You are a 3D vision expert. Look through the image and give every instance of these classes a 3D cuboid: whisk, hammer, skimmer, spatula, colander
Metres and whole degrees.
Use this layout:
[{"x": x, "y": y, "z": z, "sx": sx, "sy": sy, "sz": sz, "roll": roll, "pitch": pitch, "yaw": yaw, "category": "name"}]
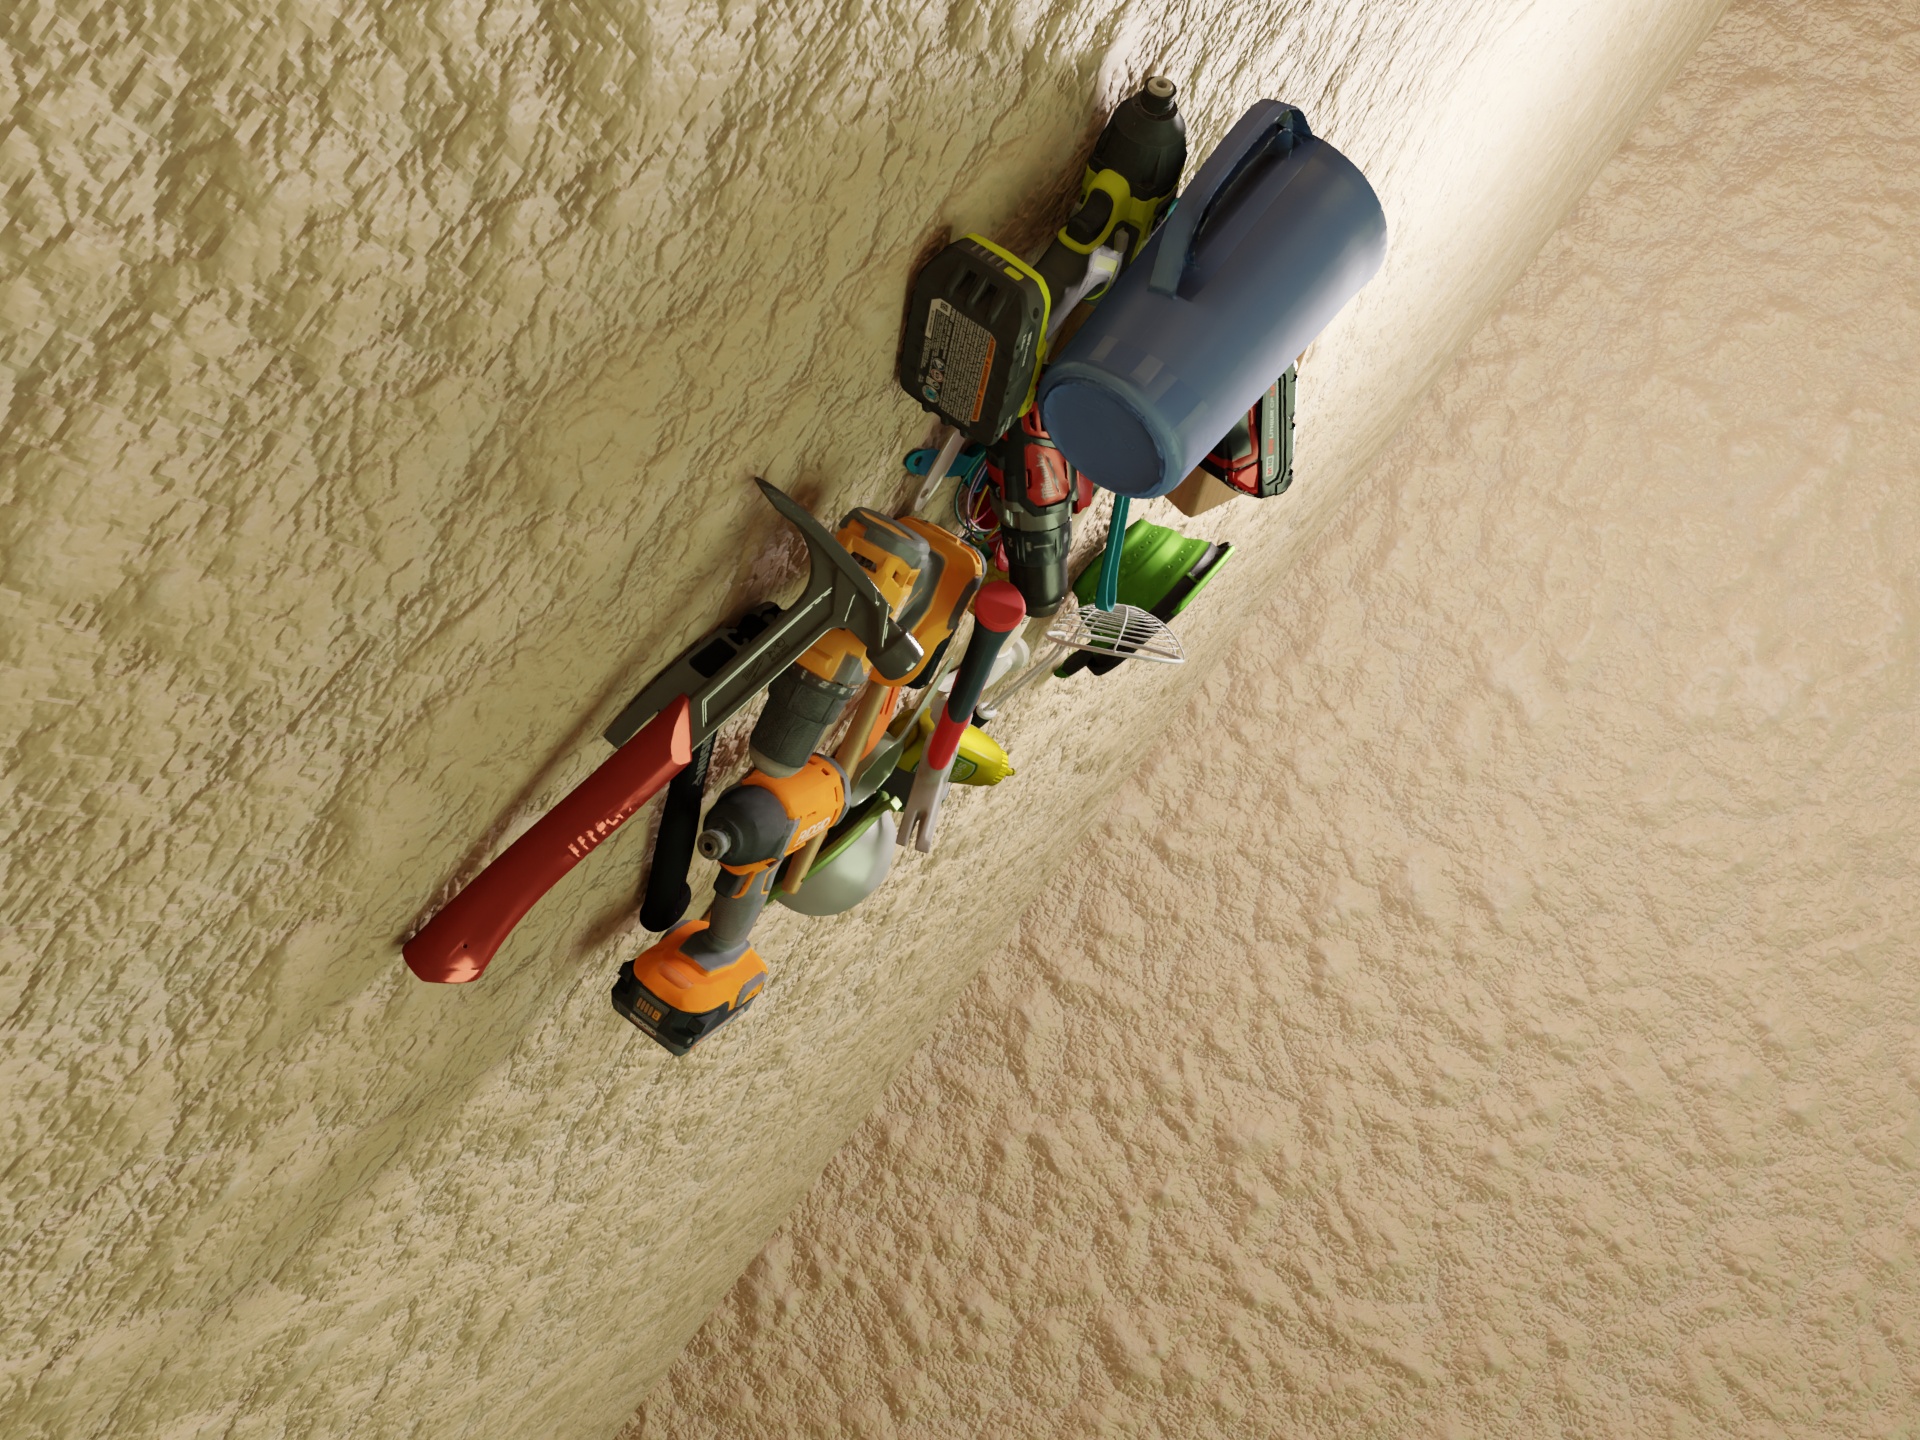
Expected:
[{"x": 0.061, "y": -0.242, "z": 1.176, "sx": 0.245, "sy": 0.051, "sz": 0.047, "roll": -64, "pitch": 177, "yaw": 7, "category": "whisk"}, {"x": -0.002, "y": -0.004, "z": 1.288, "sx": 0.386, "sy": 0.038, "sz": 0.143, "roll": 113, "pitch": -6, "yaw": -70, "category": "hammer"}, {"x": 0.067, "y": -0.011, "z": 1.539, "sx": 0.127, "sy": 0.090, "sz": 0.363, "roll": 4, "pitch": 151, "yaw": -38, "category": "skimmer"}, {"x": -0.202, "y": 0.060, "z": 1.143, "sx": 0.146, "sy": 0.035, "sz": 0.334, "roll": -43, "pitch": 165, "yaw": -37, "category": "hammer"}, {"x": -0.141, "y": 0.068, "z": 1.408, "sx": 0.322, "sy": 0.041, "sz": 0.081, "roll": -50, "pitch": 167, "yaw": 11, "category": "spatula"}, {"x": 0.097, "y": -0.186, "z": 1.499, "sx": 0.146, "sy": 0.038, "sz": 0.410, "roll": -31, "pitch": 156, "yaw": -53, "category": "hammer"}, {"x": -0.198, "y": 0.022, "z": 0.956, "sx": 0.359, "sy": 0.149, "sz": 0.037, "roll": -42, "pitch": -155, "yaw": 0, "category": "hammer"}, {"x": 0.163, "y": -0.132, "z": 1.801, "sx": 0.204, "sy": 0.094, "sz": 0.397, "roll": -47, "pitch": -176, "yaw": -22, "category": "colander"}]

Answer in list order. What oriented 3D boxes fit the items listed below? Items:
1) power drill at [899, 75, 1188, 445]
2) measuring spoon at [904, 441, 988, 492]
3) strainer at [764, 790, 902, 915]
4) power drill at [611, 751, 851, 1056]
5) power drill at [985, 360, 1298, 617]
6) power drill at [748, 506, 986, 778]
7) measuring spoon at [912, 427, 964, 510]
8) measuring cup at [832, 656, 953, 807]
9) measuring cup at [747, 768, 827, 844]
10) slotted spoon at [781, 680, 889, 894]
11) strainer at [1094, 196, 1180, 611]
[{"x": 0.062, "y": -0.294, "z": 1.008, "sx": 0.223, "sy": 0.080, "sz": 0.171, "roll": -49, "pitch": 168, "yaw": -28, "category": "power drill"}, {"x": -0.010, "y": -0.193, "z": 1.172, "sx": 0.128, "sy": 0.021, "sz": 0.042, "roll": -9, "pitch": 130, "yaw": -58, "category": "measuring spoon"}, {"x": -0.147, "y": 0.170, "z": 1.463, "sx": 0.256, "sy": 0.069, "sz": 0.151, "roll": -42, "pitch": -173, "yaw": -16, "category": "strainer"}, {"x": -0.177, "y": 0.137, "z": 1.192, "sx": 0.226, "sy": 0.084, "sz": 0.164, "roll": -62, "pitch": 165, "yaw": 21, "category": "power drill"}, {"x": 0.125, "y": -0.181, "z": 1.150, "sx": 0.226, "sy": 0.080, "sz": 0.187, "roll": -17, "pitch": 126, "yaw": -17, "category": "power drill"}, {"x": -0.067, "y": -0.056, "z": 1.103, "sx": 0.185, "sy": 0.084, "sz": 0.226, "roll": -62, "pitch": 172, "yaw": 12, "category": "power drill"}, {"x": -0.008, "y": -0.203, "z": 1.124, "sx": 0.034, "sy": 0.018, "sz": 0.124, "roll": -13, "pitch": 140, "yaw": -56, "category": "measuring spoon"}, {"x": -0.065, "y": 0.003, "z": 1.455, "sx": 0.167, "sy": 0.038, "sz": 0.083, "roll": -56, "pitch": 167, "yaw": 8, "category": "measuring cup"}, {"x": -0.146, "y": 0.076, "z": 1.346, "sx": 0.095, "sy": 0.052, "sz": 0.173, "roll": -50, "pitch": 169, "yaw": -9, "category": "measuring cup"}, {"x": -0.075, "y": -0.006, "z": 1.270, "sx": 0.314, "sy": 0.031, "sz": 0.070, "roll": -66, "pitch": 166, "yaw": 0, "category": "slotted spoon"}, {"x": 0.179, "y": -0.237, "z": 1.276, "sx": 0.211, "sy": 0.095, "sz": 0.340, "roll": -41, "pitch": 144, "yaw": -59, "category": "strainer"}]
